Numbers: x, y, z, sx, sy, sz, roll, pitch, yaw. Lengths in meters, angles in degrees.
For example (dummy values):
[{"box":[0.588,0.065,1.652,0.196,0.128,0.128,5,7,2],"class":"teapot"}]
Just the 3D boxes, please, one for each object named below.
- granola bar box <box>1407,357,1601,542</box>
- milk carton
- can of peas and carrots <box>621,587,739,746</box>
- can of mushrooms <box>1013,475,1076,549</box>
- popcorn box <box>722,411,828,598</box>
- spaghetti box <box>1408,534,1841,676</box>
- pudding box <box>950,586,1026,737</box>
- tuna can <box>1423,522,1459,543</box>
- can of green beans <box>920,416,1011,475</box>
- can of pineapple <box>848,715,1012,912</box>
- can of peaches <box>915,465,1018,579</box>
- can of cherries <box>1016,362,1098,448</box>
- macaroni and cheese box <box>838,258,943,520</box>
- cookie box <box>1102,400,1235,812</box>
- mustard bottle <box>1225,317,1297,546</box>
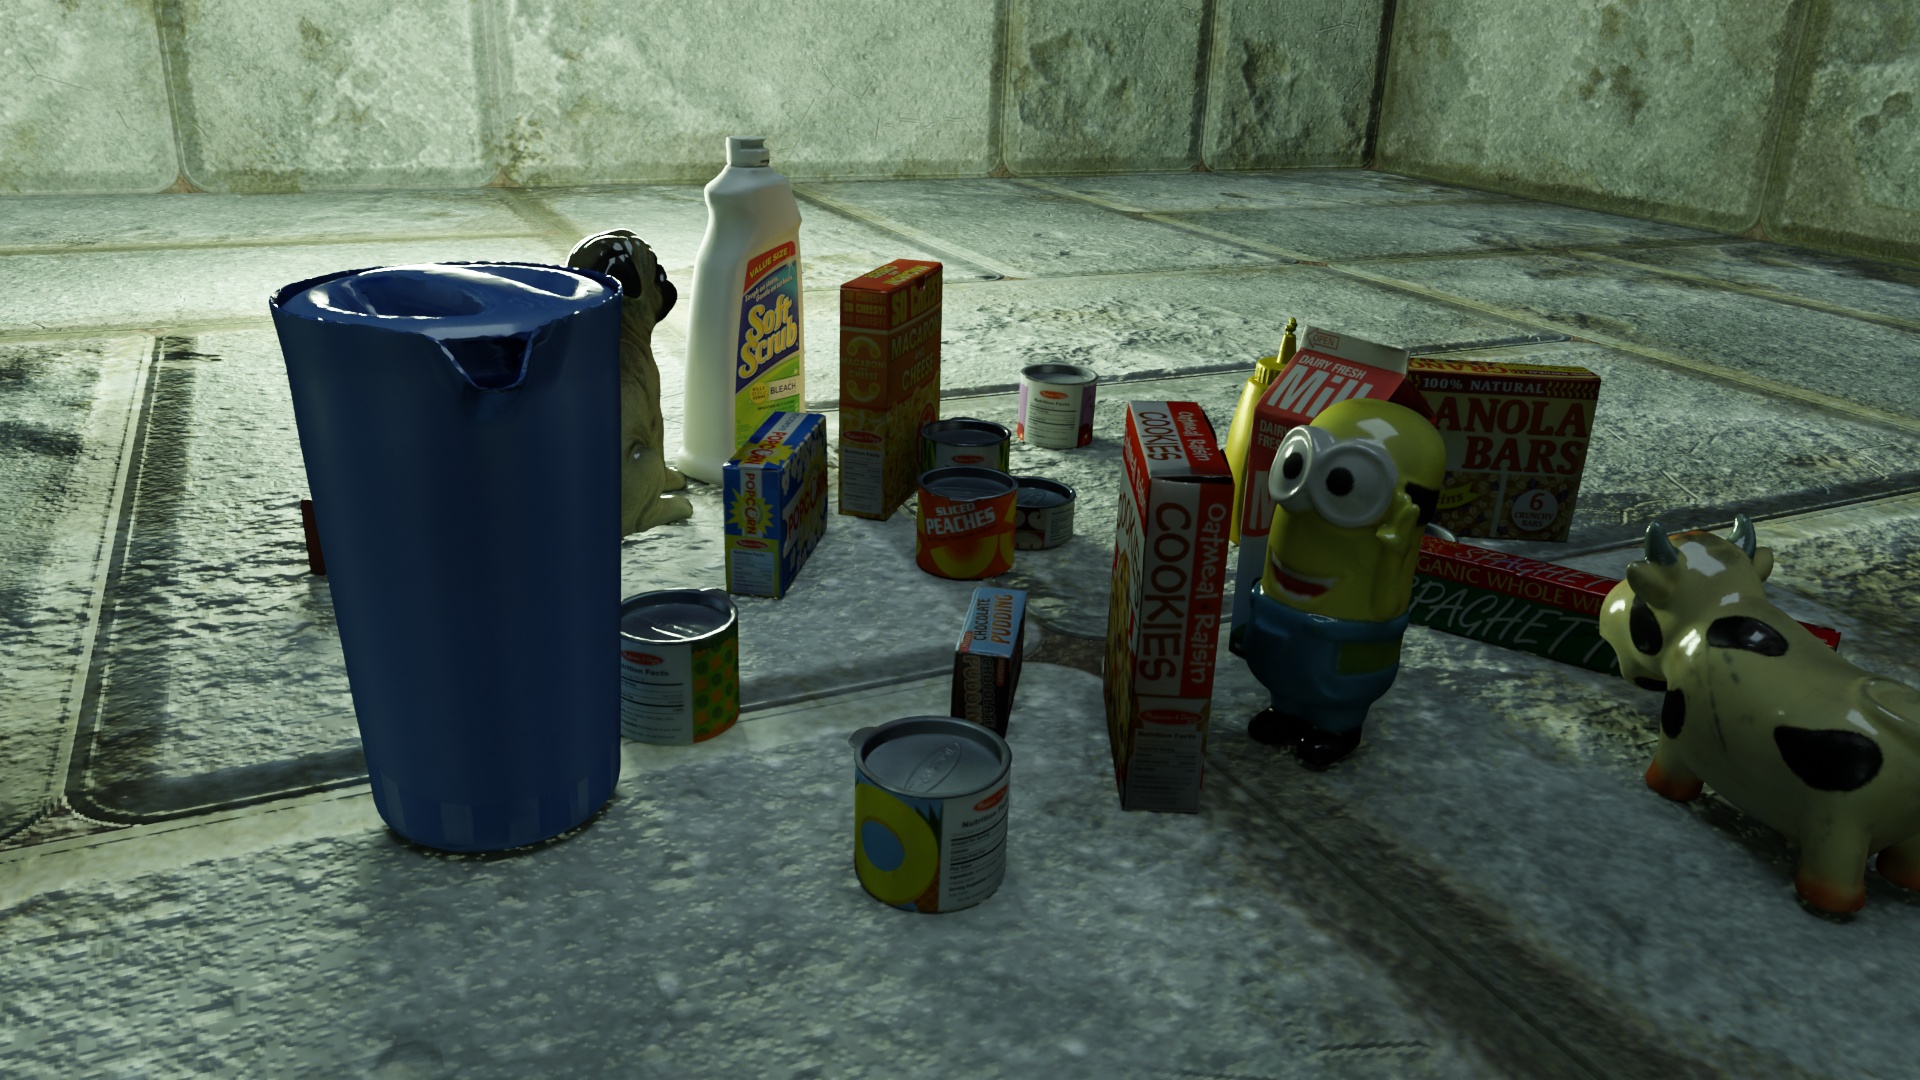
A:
[{"box":[0.361,-0.066,1.000,0.166,0.123,0.039,3,21,2],"class":"granola bar box"},{"box":[0.208,-0.020,0.777,0.074,0.189,0.072,-14,27,-37],"class":"milk carton"},{"box":[-0.144,0.063,0.707,0.071,0.058,0.071,2,21,-1],"class":"can of peas and carrots"},{"box":[0.045,-0.021,0.973,0.071,0.033,0.071,2,21,-1],"class":"can of mushrooms"},{"box":[-0.118,-0.027,0.900,0.038,0.085,0.127,5,21,6],"class":"popcorn box"},{"box":[0.367,0.046,0.815,0.250,0.050,0.029,15,25,30],"class":"spaghetti box"},{"box":[0.016,0.063,0.736,0.030,0.049,0.084,5,22,7],"class":"pudding box"},{"box":[0.293,0.010,0.924,0.071,0.032,0.071,2,21,-1],"class":"tuna can"},{"box":[0.003,-0.053,1.017,0.071,0.057,0.071,2,21,-1],"class":"can of green beans"},{"box":[-0.014,0.114,0.591,0.071,0.057,0.071,2,21,-1],"class":"can of pineapple"},{"box":[0.003,-0.011,0.912,0.071,0.057,0.071,2,21,-1],"class":"can of peaches"},{"box":[0.083,-0.116,1.185,0.071,0.058,0.072,2,21,-1],"class":"can of cherries"},{"box":[-0.049,-0.114,1.019,0.040,0.165,0.124,8,22,15],"class":"macaroni and cheese box"},{"box":[0.099,0.027,0.675,0.040,0.166,0.123,3,21,1],"class":"cookie box"},{"box":[0.216,-0.073,0.954,0.065,0.159,0.049,-3,22,-13],"class":"mustard bottle"}]
